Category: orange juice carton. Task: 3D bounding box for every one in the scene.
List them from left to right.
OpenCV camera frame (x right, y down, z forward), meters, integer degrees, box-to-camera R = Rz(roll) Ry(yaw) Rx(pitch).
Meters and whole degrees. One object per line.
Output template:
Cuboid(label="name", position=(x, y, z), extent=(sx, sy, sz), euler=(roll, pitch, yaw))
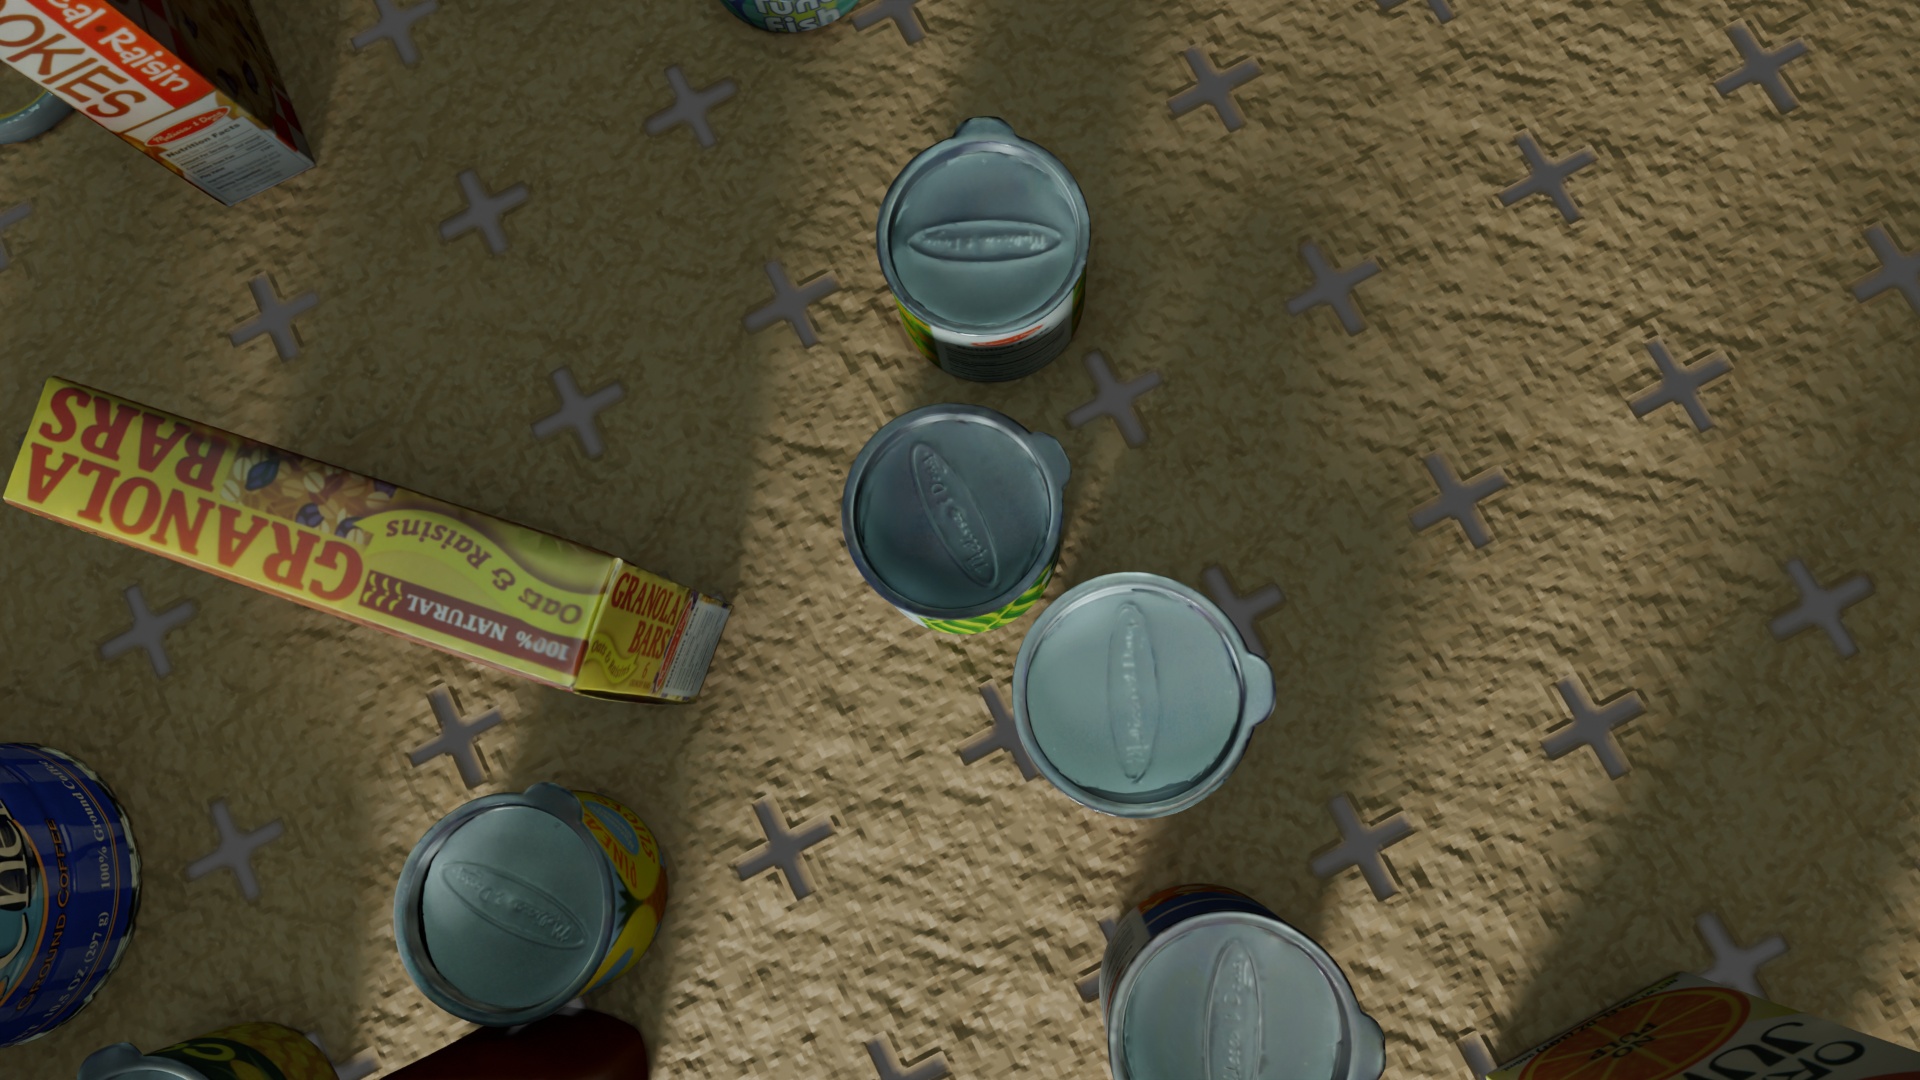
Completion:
Cuboid(label="orange juice carton", position=(0.202, 0.165, 0.330), extent=(0.072, 0.192, 0.073), euler=(-28, 81, -1))

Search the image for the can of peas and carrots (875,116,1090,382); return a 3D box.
Cuboid(label="can of peas and carrots", position=(0.009, -0.092, 0.453), extent=(0.071, 0.058, 0.071), euler=(-1, 81, 4))

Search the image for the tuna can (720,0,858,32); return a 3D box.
Cuboid(label="tuna can", position=(-0.061, -0.215, 0.491), extent=(0.071, 0.033, 0.071), euler=(-1, 81, 4))

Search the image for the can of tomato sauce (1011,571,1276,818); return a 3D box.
Cuboid(label="can of tomato sauce", position=(0.052, 0.047, 0.415), extent=(0.071, 0.083, 0.071), euler=(-1, 81, 4))

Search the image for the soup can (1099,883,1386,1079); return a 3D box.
Cuboid(label="soup can", position=(0.076, 0.136, 0.399), extent=(0.071, 0.083, 0.071), euler=(-1, 81, 4))

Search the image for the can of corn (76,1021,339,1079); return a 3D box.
Cuboid(label="can of corn", position=(-0.233, 0.184, 0.424), extent=(0.071, 0.058, 0.071), euler=(-1, 81, 4))

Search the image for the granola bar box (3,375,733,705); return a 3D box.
Cuboid(label="granola bar box", position=(-0.164, 0.006, 0.415), extent=(0.166, 0.124, 0.039), euler=(17, 83, 6))

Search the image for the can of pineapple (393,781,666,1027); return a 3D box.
Cuboid(label="can of pineapple", position=(-0.129, 0.109, 0.430), extent=(0.071, 0.058, 0.071), euler=(-1, 81, 4))

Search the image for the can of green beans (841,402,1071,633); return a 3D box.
Cuboid(label="can of green beans", position=(-0.001, -0.005, 0.440), extent=(0.071, 0.057, 0.071), euler=(-1, 81, 4))

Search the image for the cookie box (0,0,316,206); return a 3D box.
Cuboid(label="cookie box", position=(-0.281, -0.195, 0.434), extent=(0.040, 0.167, 0.123), euler=(-25, 80, 0))

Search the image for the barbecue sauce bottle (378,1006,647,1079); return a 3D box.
Cuboid(label="barbecue sauce bottle", position=(-0.135, 0.161, 0.376), extent=(0.065, 0.148, 0.044), euler=(-3, 81, 3))
